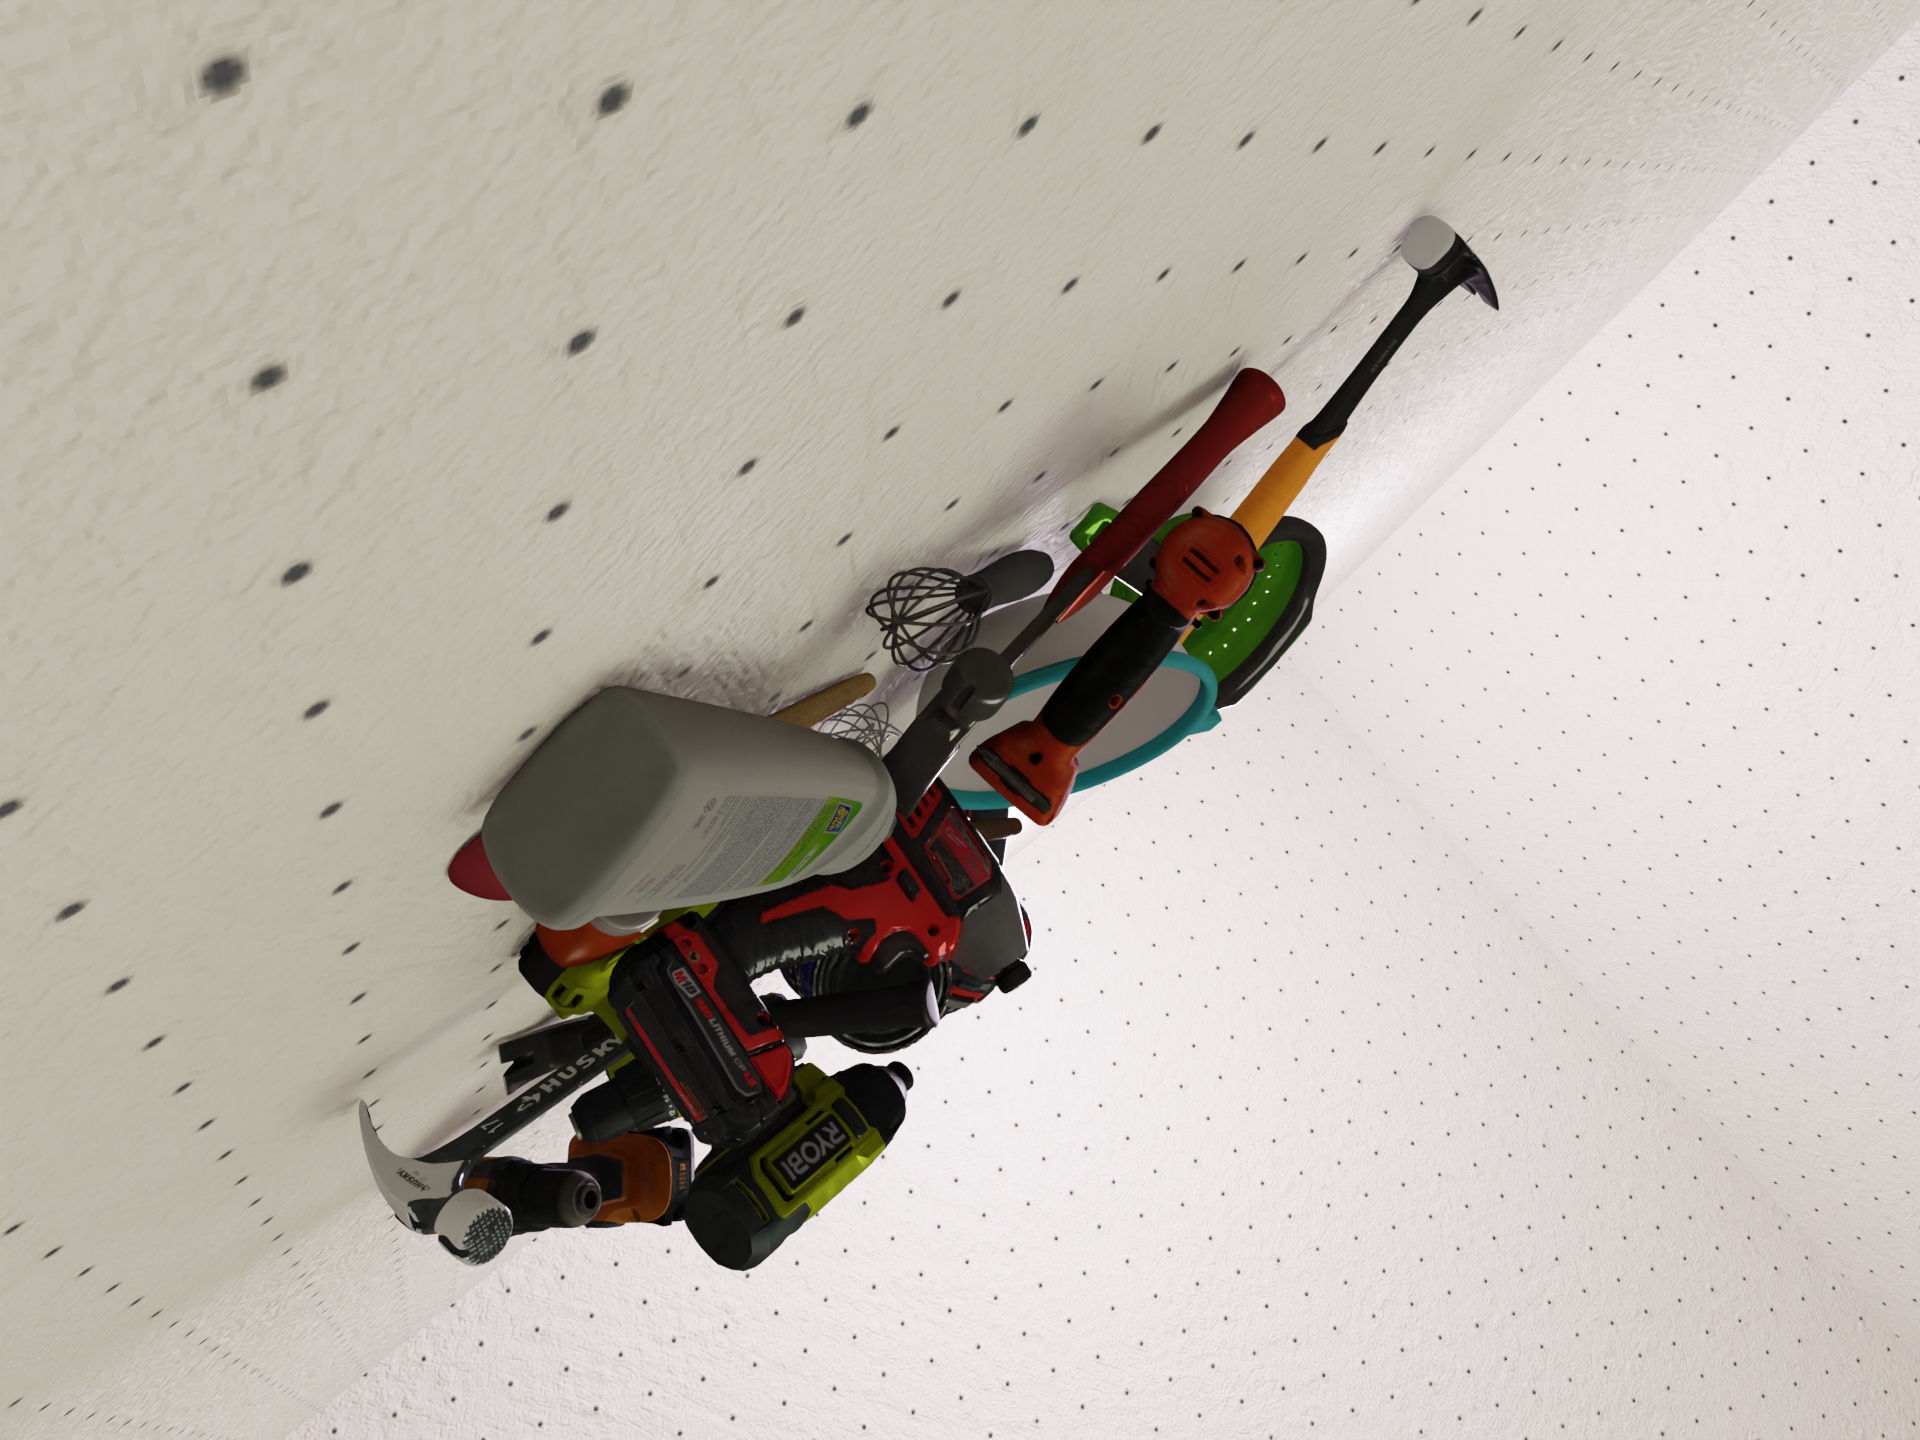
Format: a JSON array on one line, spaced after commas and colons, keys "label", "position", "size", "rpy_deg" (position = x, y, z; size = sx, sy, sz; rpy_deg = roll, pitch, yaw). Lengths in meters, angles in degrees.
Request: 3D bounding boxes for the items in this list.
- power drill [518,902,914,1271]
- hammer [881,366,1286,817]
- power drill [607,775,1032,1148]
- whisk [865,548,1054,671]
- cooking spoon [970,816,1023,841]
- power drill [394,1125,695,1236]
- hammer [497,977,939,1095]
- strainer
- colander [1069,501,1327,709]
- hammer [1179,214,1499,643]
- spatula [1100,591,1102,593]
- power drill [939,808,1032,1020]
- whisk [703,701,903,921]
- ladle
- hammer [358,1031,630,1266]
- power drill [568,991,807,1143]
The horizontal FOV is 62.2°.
[{"label": "power drill", "position": [-0.136, 0.184, 0.933], "size": [0.171, 0.223, 0.080], "rpy_deg": [-30, 167, -50]}, {"label": "hammer", "position": [0.080, -0.090, 0.901], "size": [0.359, 0.037, 0.149], "rpy_deg": [-47, 177, -33]}, {"label": "power drill", "position": [-0.067, 0.129, 0.866], "size": [0.219, 0.143, 0.078], "rpy_deg": [-32, 174, -28]}, {"label": "whisk", "position": [0.011, -0.071, 0.882], "size": [0.055, 0.055, 0.239], "rpy_deg": [-44, 175, 25]}, {"label": "cooking spoon", "position": [-0.039, 0.082, 1.062], "size": [0.069, 0.017, 0.318], "rpy_deg": [-31, 166, 28]}, {"label": "power drill", "position": [-0.308, 0.374, 1.280], "size": [0.185, 0.084, 0.226], "rpy_deg": [-9, 167, 31]}, {"label": "hammer", "position": [-0.161, 0.209, 1.081], "size": [0.335, 0.035, 0.146], "rpy_deg": [-12, 179, 28]}, {"label": "strainer", "position": [-0.002, -0.003, 1.070], "size": [0.340, 0.095, 0.210], "rpy_deg": [-21, 157, 12]}, {"label": "colander", "position": [0.149, -0.112, 1.193], "size": [0.204, 0.095, 0.396], "rpy_deg": [-49, 152, 10]}, {"label": "hammer", "position": [0.231, -0.175, 1.074], "size": [0.337, 0.034, 0.127], "rpy_deg": [-53, 152, 17]}, {"label": "spatula", "position": [0.020, -0.005, 1.326], "size": [0.059, 0.018, 0.315], "rpy_deg": [11, 135, -36]}, {"label": "power drill", "position": [0.001, 0.124, 1.273], "size": [0.187, 0.080, 0.227], "rpy_deg": [127, -29, -54]}, {"label": "whisk", "position": [-0.119, 0.073, 1.025], "size": [0.070, 0.070, 0.284], "rpy_deg": [-31, 172, -47]}, {"label": "ladle", "position": [-0.131, 0.024, 0.813], "size": [0.069, 0.031, 0.315], "rpy_deg": [-45, 172, 34]}, {"label": "hammer", "position": [-0.189, 0.183, 1.014], "size": [0.409, 0.149, 0.036], "rpy_deg": [-33, 126, -41]}, {"label": "power drill", "position": [-0.241, 0.292, 1.346], "size": [0.190, 0.080, 0.228], "rpy_deg": [-23, 179, -17]}]
